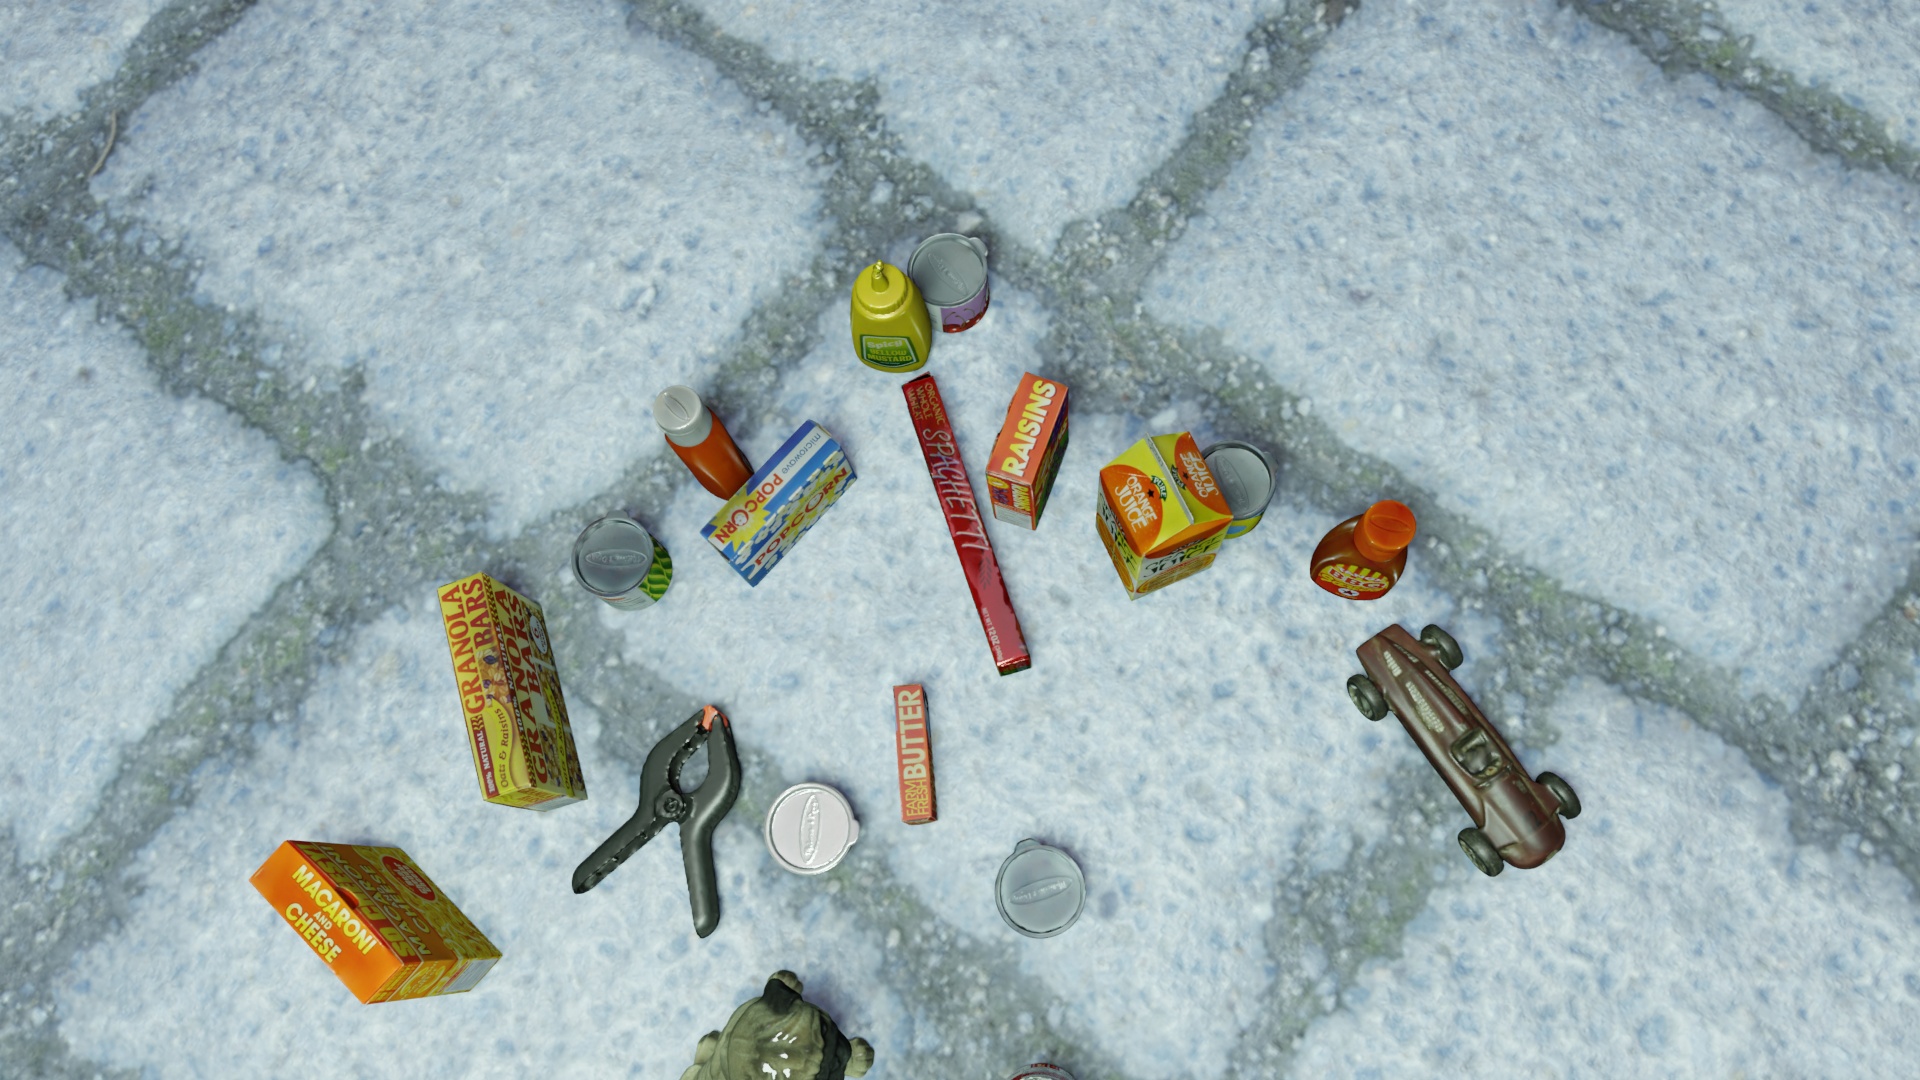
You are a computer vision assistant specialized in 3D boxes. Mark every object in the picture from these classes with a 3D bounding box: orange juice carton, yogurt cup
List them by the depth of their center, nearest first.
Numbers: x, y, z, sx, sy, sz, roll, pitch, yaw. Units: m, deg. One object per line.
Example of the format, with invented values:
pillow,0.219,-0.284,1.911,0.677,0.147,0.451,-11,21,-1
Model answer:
orange juice carton,0.148,-0.020,1.026,0.073,0.192,0.072,-24,75,-2
yogurt cup,-0.110,0.219,1.049,0.072,0.054,0.072,-1,75,4

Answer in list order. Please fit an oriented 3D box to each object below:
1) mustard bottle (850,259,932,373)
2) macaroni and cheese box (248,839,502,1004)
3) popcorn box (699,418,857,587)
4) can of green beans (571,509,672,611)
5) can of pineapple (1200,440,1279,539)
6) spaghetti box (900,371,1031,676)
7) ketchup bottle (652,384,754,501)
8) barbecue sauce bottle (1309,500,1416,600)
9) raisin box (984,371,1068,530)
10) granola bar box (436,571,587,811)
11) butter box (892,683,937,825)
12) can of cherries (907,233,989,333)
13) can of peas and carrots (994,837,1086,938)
mustard bottle,-0.059,-0.181,1.103,0.065,0.160,0.049,2,75,5
macaroni and cheese box,-0.414,0.271,0.997,0.124,0.166,0.040,40,81,13
popcorn box,-0.142,-0.029,1.105,0.038,0.085,0.127,41,81,13
can of green beans,-0.270,0.019,1.115,0.071,0.057,0.071,-1,75,4
can of pineapple,0.214,-0.040,1.097,0.071,0.057,0.071,-1,75,4
spaghetti box,0.004,-0.014,1.109,0.029,0.050,0.250,-19,74,-1
ketchup bottle,-0.204,-0.078,1.090,0.043,0.148,0.065,-43,76,-7
barbecue sauce bottle,0.303,0.007,1.031,0.065,0.148,0.044,16,77,8
raisin box,0.053,-0.067,1.082,0.040,0.123,0.086,20,77,9
granola bar box,-0.340,0.119,1.057,0.039,0.124,0.166,-18,74,-1
butter box,-0.035,0.164,1.060,0.024,0.053,0.104,-6,74,3
can of cherries,-0.007,-0.215,1.162,0.071,0.058,0.071,-1,75,4
can of peas and carrots,0.058,0.257,1.025,0.071,0.058,0.071,-1,75,4
